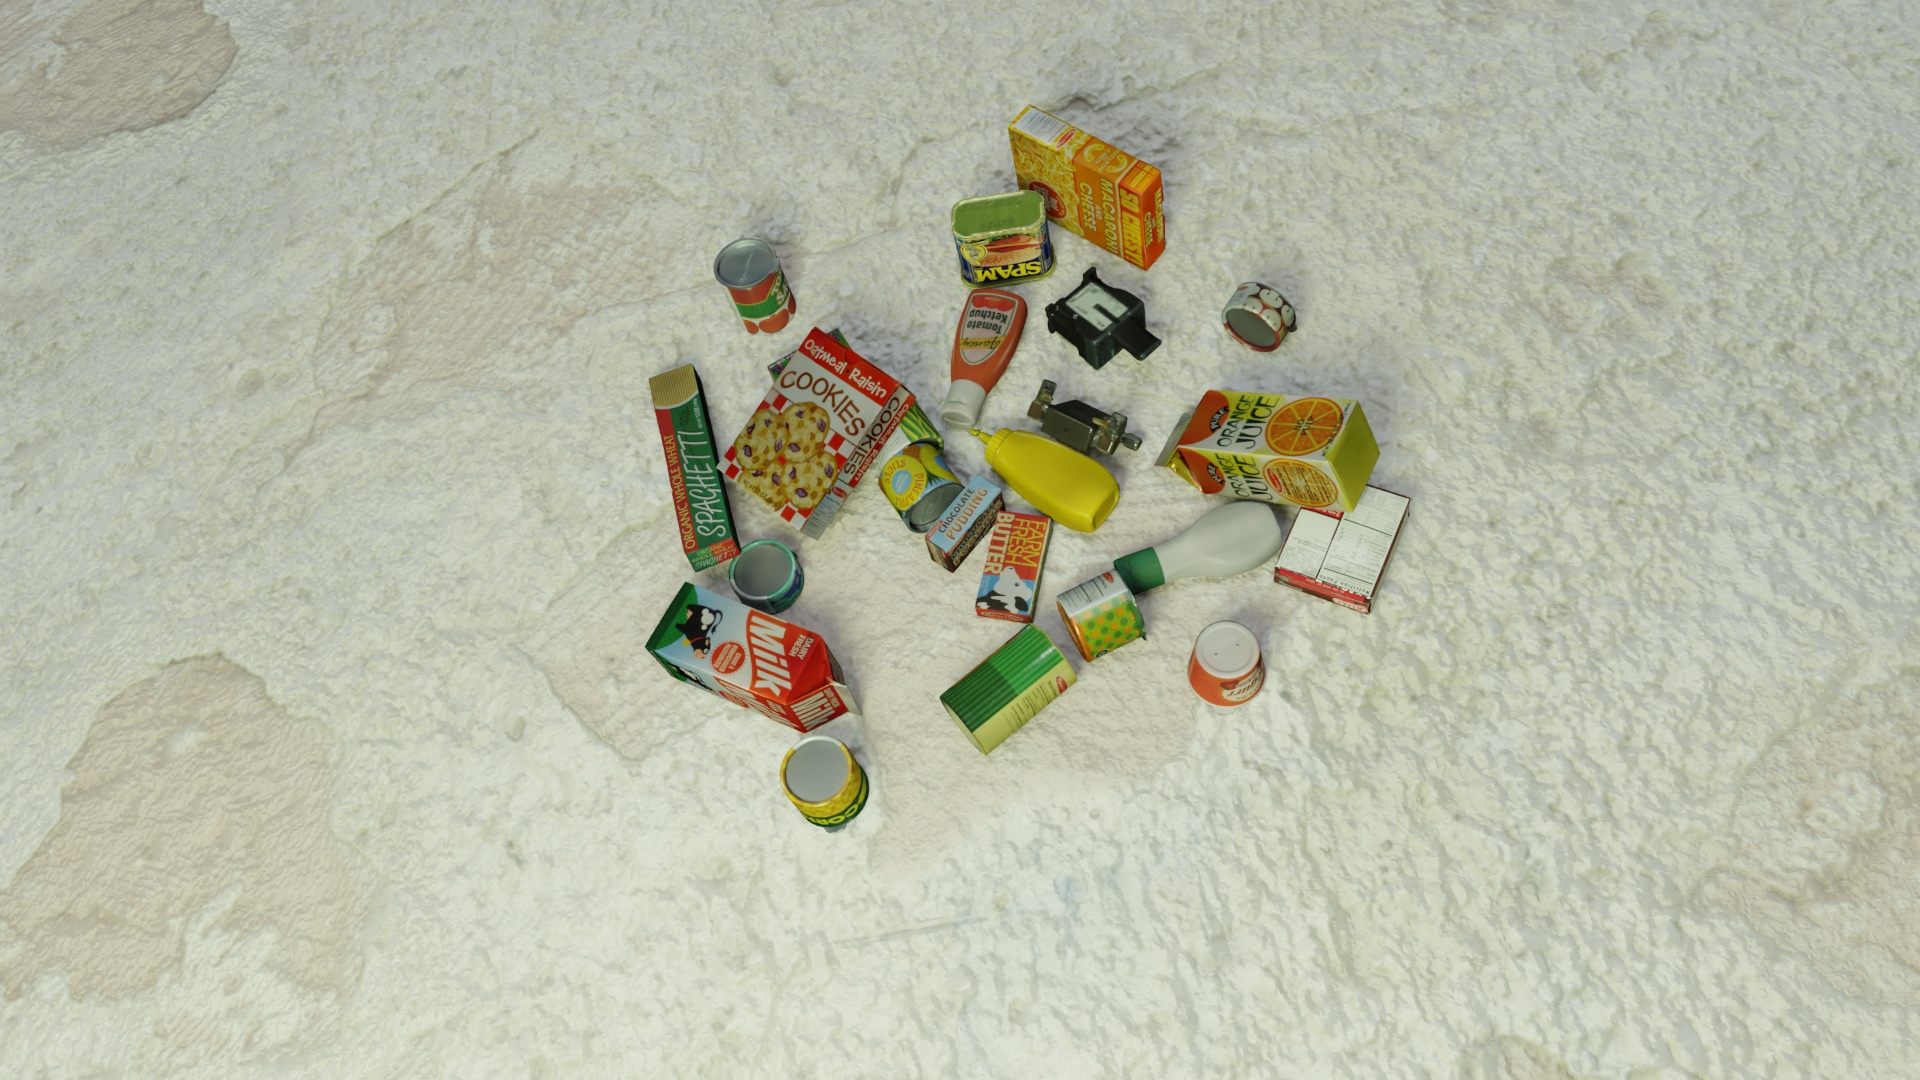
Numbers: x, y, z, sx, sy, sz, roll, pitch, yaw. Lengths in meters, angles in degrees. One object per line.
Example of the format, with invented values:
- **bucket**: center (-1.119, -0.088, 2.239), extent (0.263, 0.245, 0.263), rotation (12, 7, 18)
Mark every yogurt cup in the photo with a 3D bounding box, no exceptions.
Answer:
- **yogurt cup**: center (0.228, 0.104, 1.192), extent (0.072, 0.053, 0.073), rotation (-4, 61, 7)

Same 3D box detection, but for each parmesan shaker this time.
- **parmesan shaker**: center (0.040, 0.127, 1.201), extent (0.103, 0.071, 0.071), rotation (-38, 62, -11)

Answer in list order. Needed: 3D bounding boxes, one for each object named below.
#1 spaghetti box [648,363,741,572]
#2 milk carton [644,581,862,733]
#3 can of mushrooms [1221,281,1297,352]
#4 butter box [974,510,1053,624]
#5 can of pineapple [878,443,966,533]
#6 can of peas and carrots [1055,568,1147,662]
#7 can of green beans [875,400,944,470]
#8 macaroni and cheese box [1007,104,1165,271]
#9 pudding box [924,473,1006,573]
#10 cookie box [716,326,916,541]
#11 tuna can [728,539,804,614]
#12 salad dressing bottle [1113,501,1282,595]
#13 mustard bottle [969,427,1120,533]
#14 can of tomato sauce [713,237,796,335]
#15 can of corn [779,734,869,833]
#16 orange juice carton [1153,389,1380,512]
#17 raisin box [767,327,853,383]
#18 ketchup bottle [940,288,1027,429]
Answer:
- **spaghetti box**: center (-0.264, -0.077, 1.370), extent (0.050, 0.028, 0.251), rotation (-20, 52, 0)
- **milk carton**: center (-0.177, 0.111, 1.247), extent (0.191, 0.072, 0.074), rotation (20, 67, 19)
- **can of mushrooms**: center (0.291, -0.215, 1.348), extent (0.071, 0.070, 0.033), rotation (29, 71, 23)
- **butter box**: center (0.050, 0.024, 1.282), extent (0.053, 0.024, 0.104), rotation (7, 64, 13)
- **can of pineapple**: center (-0.037, -0.050, 1.312), extent (0.071, 0.070, 0.058), rotation (-32, 61, -8)
- **can of peas and carrots**: center (0.124, 0.068, 1.224), extent (0.059, 0.070, 0.071), rotation (-25, 61, -3)
- **can of green beans**: center (-0.057, -0.099, 1.344), extent (0.071, 0.071, 0.058), rotation (-31, 62, -7)
- **macaroni and cheese box**: center (0.131, -0.360, 1.420), extent (0.167, 0.123, 0.040), rotation (34, 74, 24)
- **pudding box**: center (0.005, -0.016, 1.298), extent (0.030, 0.049, 0.084), rotation (34, 72, 22)
- **cookie box**: center (-0.138, -0.103, 1.320), extent (0.123, 0.040, 0.167), rotation (35, 91, 29)
- **tuna can**: center (-0.182, 0.032, 1.313), extent (0.071, 0.032, 0.071), rotation (-4, 62, 8)
- **salad dressing bottle**: center (0.213, 0.010, 1.252), extent (0.148, 0.043, 0.064), rotation (-19, 63, 1)
- **mustard bottle**: center (0.073, -0.068, 1.315), extent (0.160, 0.048, 0.065), rotation (33, 71, 24)
- **can of tomato sauce**: center (-0.212, -0.264, 1.450), extent (0.071, 0.082, 0.071), rotation (-4, 62, 8)
- **can of corn**: center (-0.116, 0.209, 1.191), extent (0.071, 0.058, 0.071), rotation (-4, 61, 8)
- **orange juice carton**: center (0.268, -0.084, 1.254), extent (0.192, 0.072, 0.072), rotation (10, 58, 40)
- **raisin box**: center (-0.129, -0.144, 1.396), extent (0.086, 0.040, 0.124), rotation (-30, 60, -8)
- **ketchup bottle**: center (0.019, -0.181, 1.388), extent (0.065, 0.043, 0.149), rotation (11, 65, 15)
